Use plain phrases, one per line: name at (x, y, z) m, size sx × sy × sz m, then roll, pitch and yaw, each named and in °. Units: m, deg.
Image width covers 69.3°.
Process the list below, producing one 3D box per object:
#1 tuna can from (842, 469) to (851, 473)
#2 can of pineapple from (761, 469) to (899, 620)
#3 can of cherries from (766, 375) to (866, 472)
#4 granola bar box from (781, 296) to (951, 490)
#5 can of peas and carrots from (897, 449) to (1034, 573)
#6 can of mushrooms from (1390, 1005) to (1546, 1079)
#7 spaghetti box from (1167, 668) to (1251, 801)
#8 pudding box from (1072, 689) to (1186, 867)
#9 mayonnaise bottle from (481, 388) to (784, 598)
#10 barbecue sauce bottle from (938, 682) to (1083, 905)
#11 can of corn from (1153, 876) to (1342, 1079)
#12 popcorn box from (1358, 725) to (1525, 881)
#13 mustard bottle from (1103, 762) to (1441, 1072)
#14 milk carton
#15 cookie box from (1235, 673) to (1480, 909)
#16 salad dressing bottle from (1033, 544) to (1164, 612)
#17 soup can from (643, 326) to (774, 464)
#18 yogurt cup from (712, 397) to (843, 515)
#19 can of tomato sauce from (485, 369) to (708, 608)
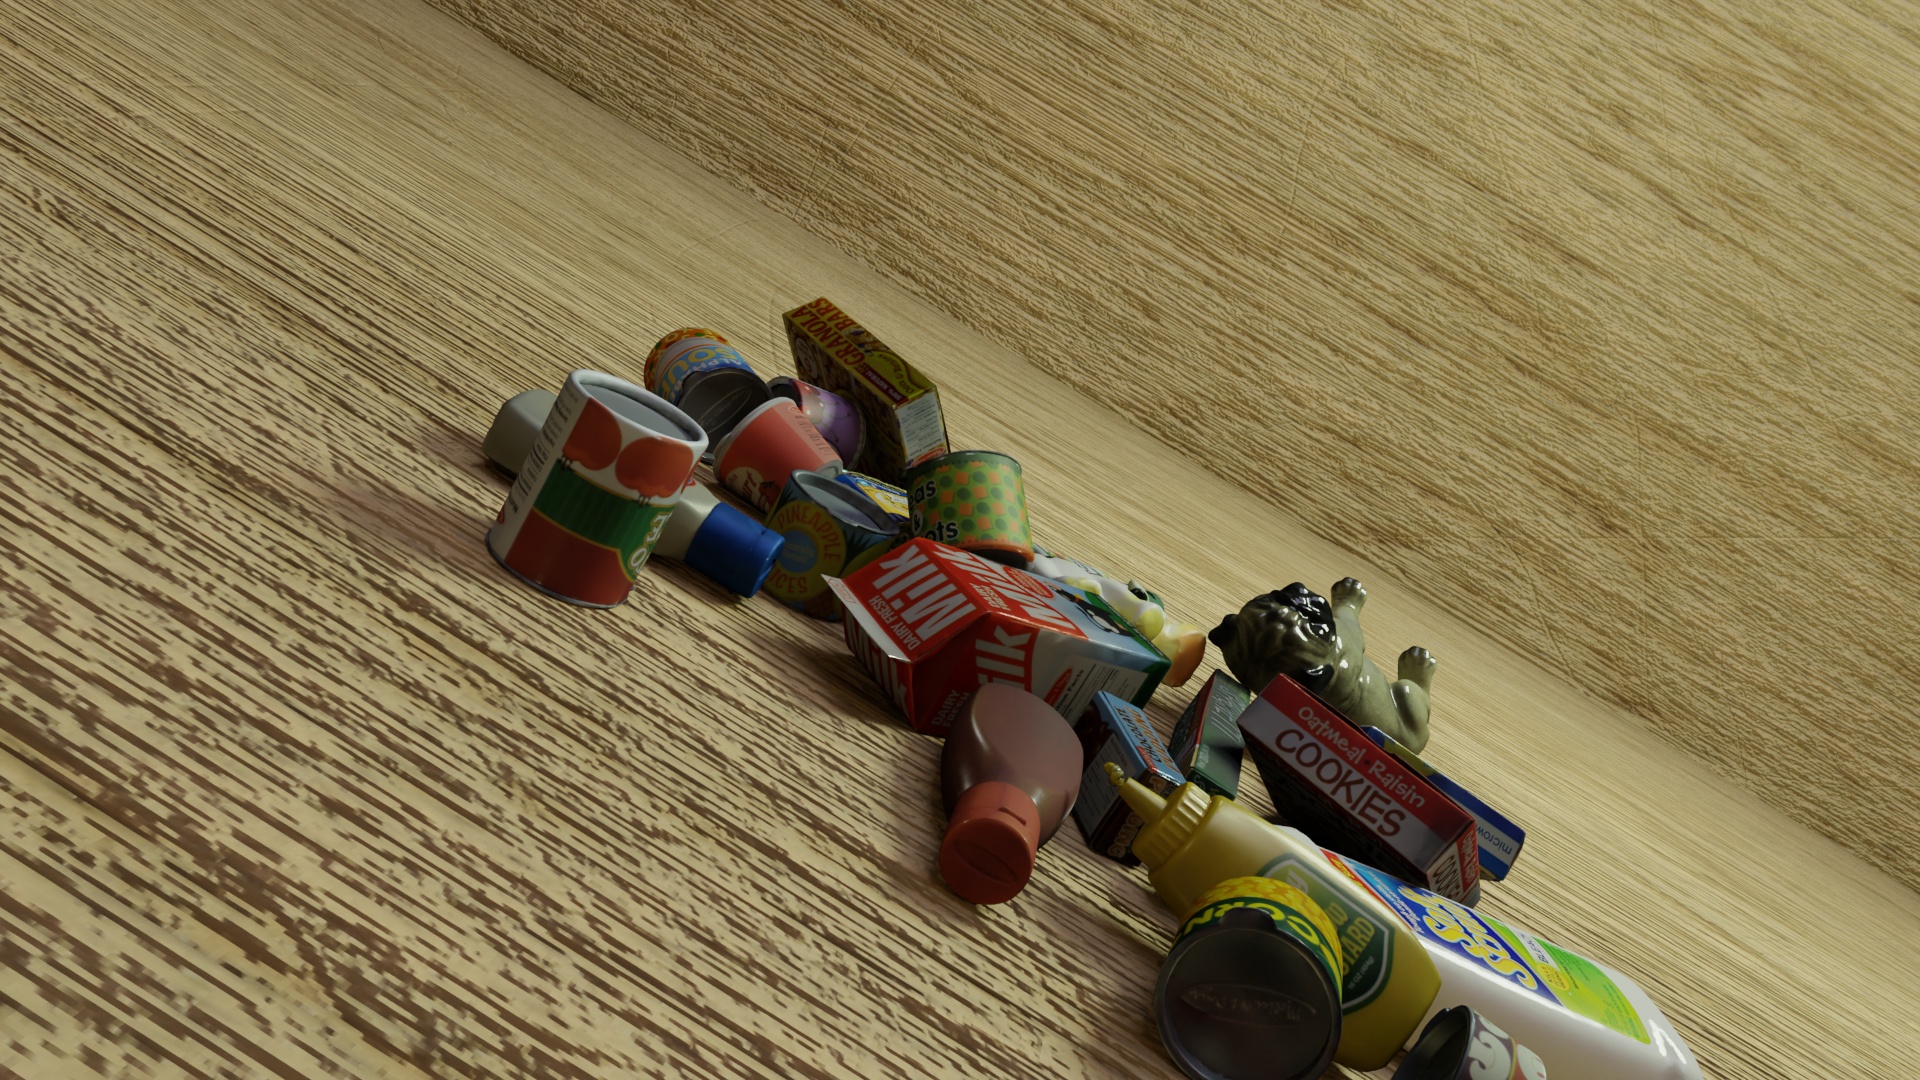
tuna can at (-0.069, -0.019, 0.909) m, size 0.071 × 0.032 × 0.071 m, roll 29°, pitch 13°, yaw -7°
can of pineapple at (-0.076, 0.003, 0.750) m, size 0.071 × 0.057 × 0.071 m, roll 29°, pitch 12°, yaw -7°
can of cherries at (-0.108, -0.072, 0.956) m, size 0.058 × 0.071 × 0.072 m, roll 19°, pitch 17°, yaw -44°
granola bar box at (-0.065, -0.091, 1.021) m, size 0.166 × 0.039 × 0.123 m, roll 43°, pitch -27°, yaw 43°
can of peas and carrots at (0.003, -0.010, 0.761) m, size 0.071 × 0.070 × 0.059 m, roll 18°, pitch 55°, yaw -45°
can of mushrooms at (0.187, 0.211, 0.523) m, size 0.033 × 0.071 × 0.071 m, roll 34°, pitch 12°, yaw 11°
spaghetti box at (0.139, 0.123, 0.797) m, size 0.029 × 0.050 × 0.250 m, roll 34°, pitch 13°, yaw 8°
pudding box at (0.077, 0.115, 0.685) m, size 0.030 × 0.049 × 0.084 m, roll 28°, pitch 12°, yaw -19°
mayonnaise bottle at (-0.160, -0.023, 0.694) m, size 0.148 × 0.041 × 0.065 m, roll 30°, pitch 10°, yaw 0°
barbecue sauce bottle at (0.019, 0.107, 0.597) m, size 0.065 × 0.043 × 0.149 m, roll 34°, pitch 13°, yaw 0°
can of corn at (0.110, 0.164, 0.523) m, size 0.071 × 0.071 × 0.058 m, roll 33°, pitch 11°, yaw 11°
popcorn box at (0.283, 0.167, 0.891) m, size 0.126 × 0.038 × 0.085 m, roll 34°, pitch -13°, yaw -7°
mustard bottle at (0.121, 0.148, 0.580) m, size 0.160 × 0.065 × 0.048 m, roll 40°, pitch -19°, yaw 7°
milk carton at (0.015, 0.056, 0.715) m, size 0.190 × 0.073 × 0.072 m, roll 18°, pitch 19°, yaw -44°
cookie box at (0.222, 0.150, 0.764) m, size 0.123 × 0.040 × 0.167 m, roll 39°, pitch -9°, yaw 33°
salad dressing bottle at (0.094, 0.041, 1.026) m, size 0.147 × 0.044 × 0.064 m, roll 19°, pitch 16°, yaw -44°
soup can at (-0.167, -0.098, 0.909) m, size 0.071 × 0.071 × 0.084 m, roll 22°, pitch 15°, yaw -36°
yogurt cup at (-0.110, -0.046, 0.855) m, size 0.054 × 0.072 × 0.072 m, roll 42°, pitch 15°, yaw 13°
can of tomato sauce at (-0.156, -0.022, 0.605) m, size 0.071 × 0.083 × 0.071 m, roll 29°, pitch 12°, yaw -7°
